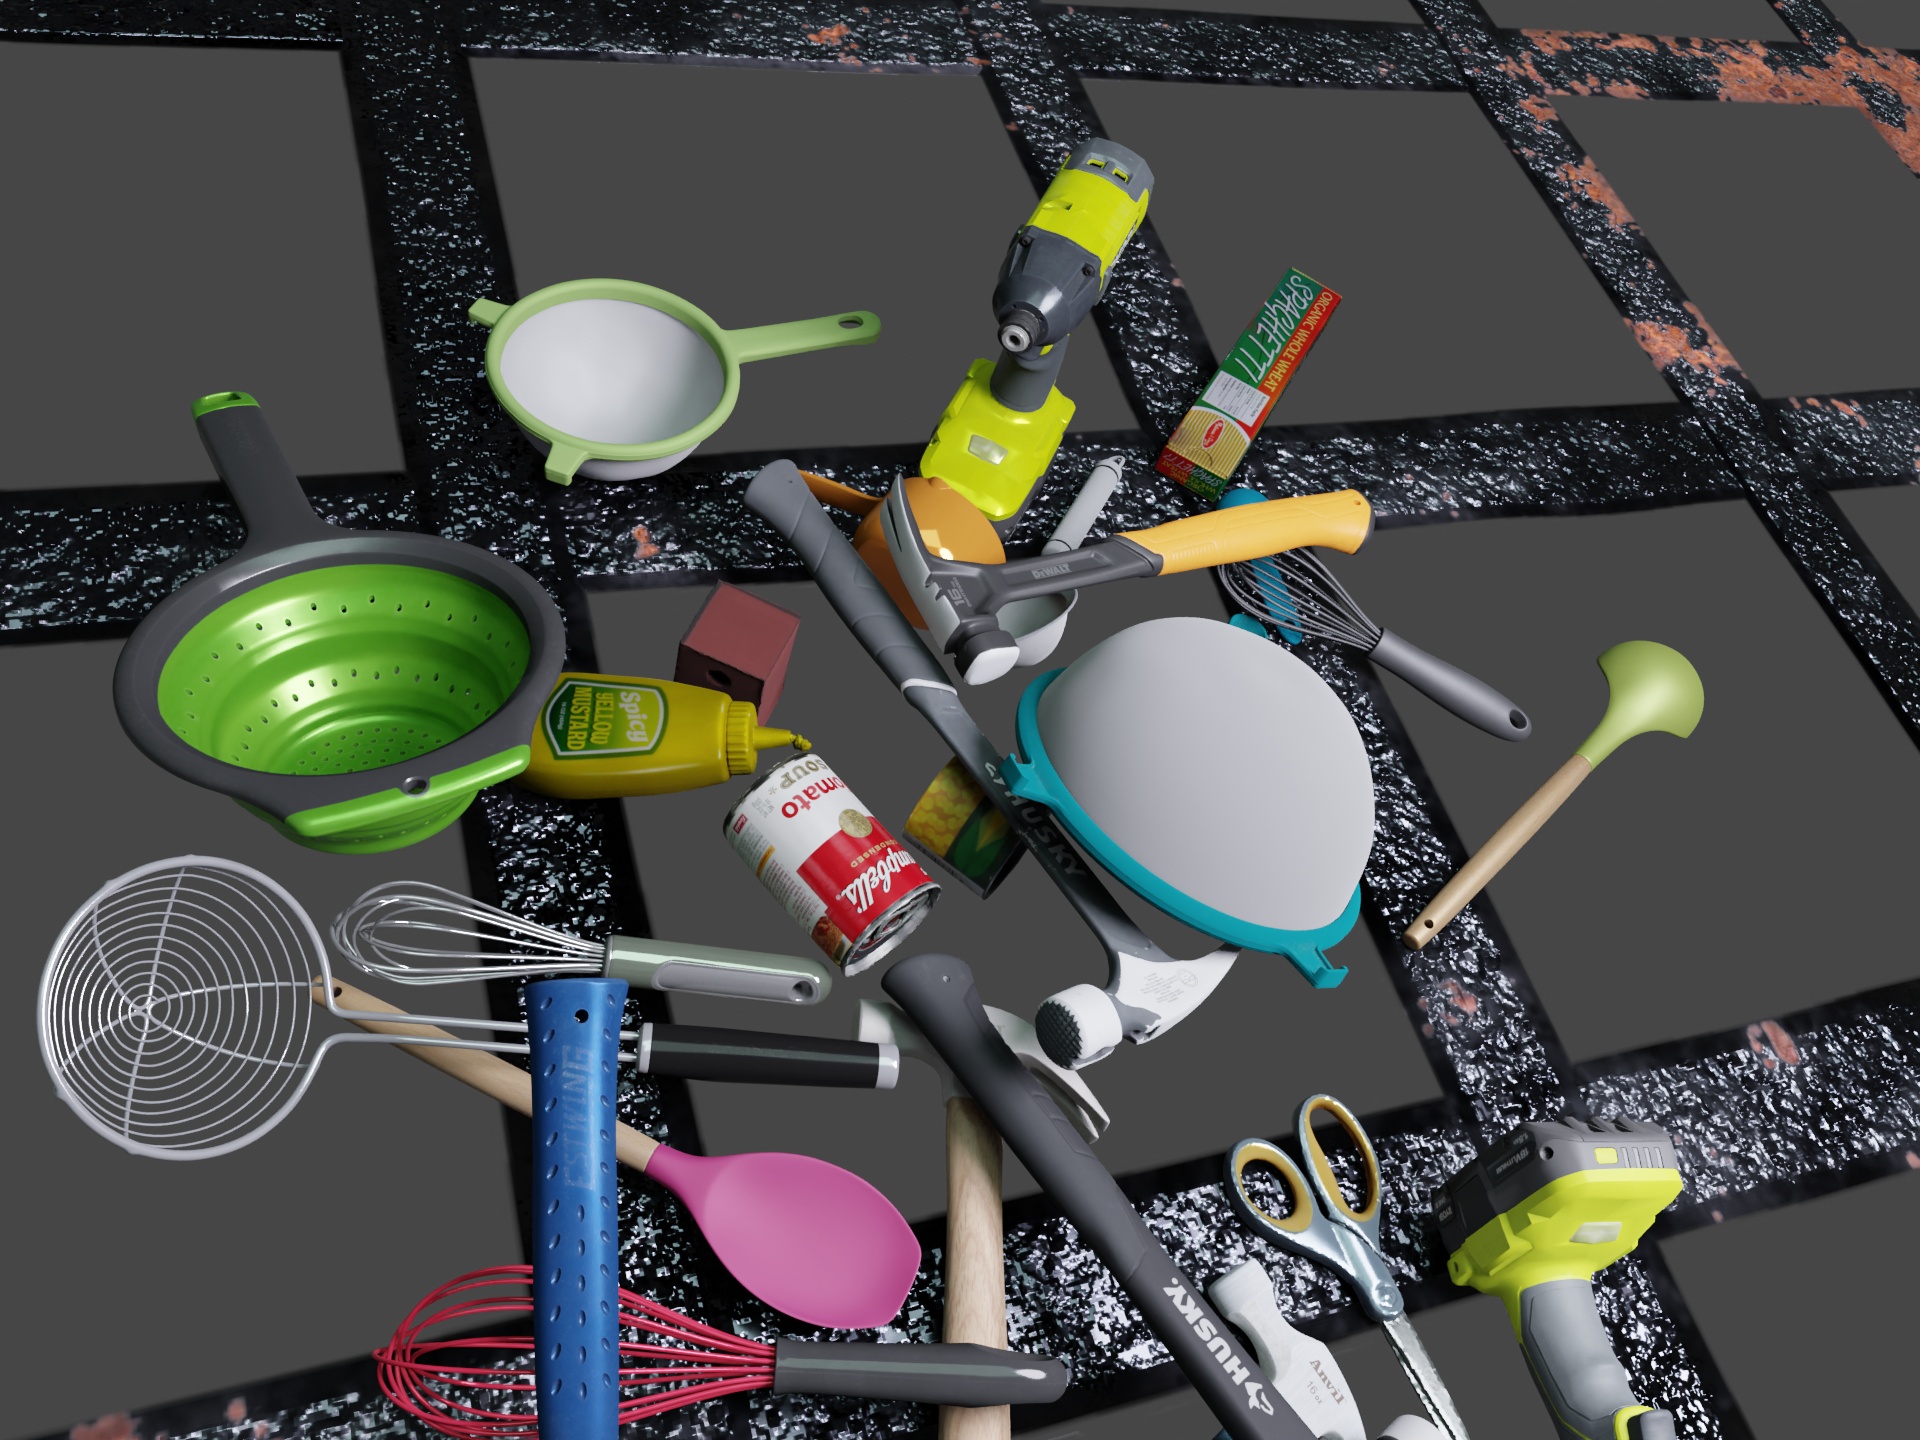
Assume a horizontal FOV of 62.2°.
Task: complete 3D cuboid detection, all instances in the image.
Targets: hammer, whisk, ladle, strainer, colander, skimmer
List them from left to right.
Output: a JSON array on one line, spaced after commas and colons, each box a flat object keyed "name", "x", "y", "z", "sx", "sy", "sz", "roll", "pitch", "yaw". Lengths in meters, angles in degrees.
[{"name": "colander", "x": -0.340, "y": -0.049, "z": 0.841, "sx": 0.204, "sy": 0.094, "sz": 0.398, "roll": -18, "pitch": 46, "yaw": -26}, {"name": "skimmer", "x": -0.200, "y": 0.138, "z": 0.706, "sx": 0.363, "sy": 0.090, "sz": 0.127, "roll": 7, "pitch": 69, "yaw": -13}, {"name": "hammer", "x": -0.152, "y": 0.305, "z": 0.611, "sx": 0.144, "sy": 0.035, "sz": 0.406, "roll": 0, "pitch": 74, "yaw": -15}, {"name": "whisk", "x": -0.184, "y": 0.118, "z": 0.790, "sx": 0.246, "sy": 0.057, "sz": 0.059, "roll": 9, "pitch": 25, "yaw": -16}, {"name": "strainer", "x": -0.169, "y": -0.211, "z": 1.002, "sx": 0.256, "sy": 0.069, "sz": 0.152, "roll": -17, "pitch": 61, "yaw": -27}, {"name": "whisk", "x": -0.099, "y": 0.276, "z": 0.682, "sx": 0.295, "sy": 0.073, "sz": 0.073, "roll": 5, "pitch": 56, "yaw": -7}, {"name": "hammer", "x": -0.001, "y": -0.003, "z": 0.853, "sx": 0.149, "sy": 0.036, "sz": 0.409, "roll": -14, "pitch": 55, "yaw": -38}, {"name": "hammer", "x": 0.009, "y": 0.290, "z": 0.740, "sx": 0.130, "sy": 0.031, "sz": 0.332, "roll": 8, "pitch": 56, "yaw": -11}, {"name": "strainer", "x": 0.060, "y": -0.099, "z": 1.013, "sx": 0.087, "sy": 0.050, "sz": 0.259, "roll": -5, "pitch": 37, "yaw": 34}, {"name": "hammer", "x": 0.059, "y": 0.362, "z": 0.670, "sx": 0.331, "sy": 0.033, "sz": 0.128, "roll": -20, "pitch": 67, "yaw": -40}, {"name": "hammer", "x": 0.070, "y": 0.241, "z": 0.732, "sx": 0.146, "sy": 0.035, "sz": 0.335, "roll": -18, "pitch": 58, "yaw": -43}, {"name": "hammer", "x": 0.116, "y": -0.107, "z": 0.943, "sx": 0.336, "sy": 0.034, "sz": 0.127, "roll": -13, "pitch": 62, "yaw": -31}, {"name": "strainer", "x": 0.158, "y": -0.014, "z": 0.879, "sx": 0.211, "sy": 0.095, "sz": 0.340, "roll": 33, "pitch": 31, "yaw": 0}, {"name": "whisk", "x": 0.272, "y": -0.053, "z": 1.038, "sx": 0.239, "sy": 0.055, "sz": 0.055, "roll": 31, "pitch": 53, "yaw": -5}, {"name": "ladle", "x": 0.376, "y": 0.048, "z": 1.016, "sx": 0.320, "sy": 0.062, "sz": 0.078, "roll": -38, "pitch": 75, "yaw": -26}]

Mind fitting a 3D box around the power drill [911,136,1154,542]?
[{"name": "power drill", "x": 0.039, "y": -0.221, "z": 0.974, "sx": 0.080, "sy": 0.223, "sz": 0.171, "roll": 26, "pitch": 53, "yaw": 2}]

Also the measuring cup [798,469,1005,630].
[{"name": "measuring cup", "x": -0.058, "y": -0.111, "z": 0.972, "sx": 0.174, "sy": 0.095, "sz": 0.052, "roll": 23, "pitch": 56, "yaw": 22}]

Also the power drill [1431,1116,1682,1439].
[{"name": "power drill", "x": 0.308, "y": 0.304, "z": 0.726, "sx": 0.080, "sy": 0.190, "sz": 0.229, "roll": 3, "pitch": 52, "yaw": -15}]

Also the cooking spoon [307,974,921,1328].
[{"name": "cooking spoon", "x": -0.167, "y": 0.193, "z": 0.745, "sx": 0.319, "sy": 0.017, "sz": 0.069, "roll": 25, "pitch": 62, "yaw": 6}]

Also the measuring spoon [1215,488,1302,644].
[{"name": "measuring spoon", "x": 0.209, "y": -0.109, "z": 1.075, "sx": 0.042, "sy": 0.021, "sz": 0.129, "roll": -4, "pitch": 59, "yaw": -19}]
